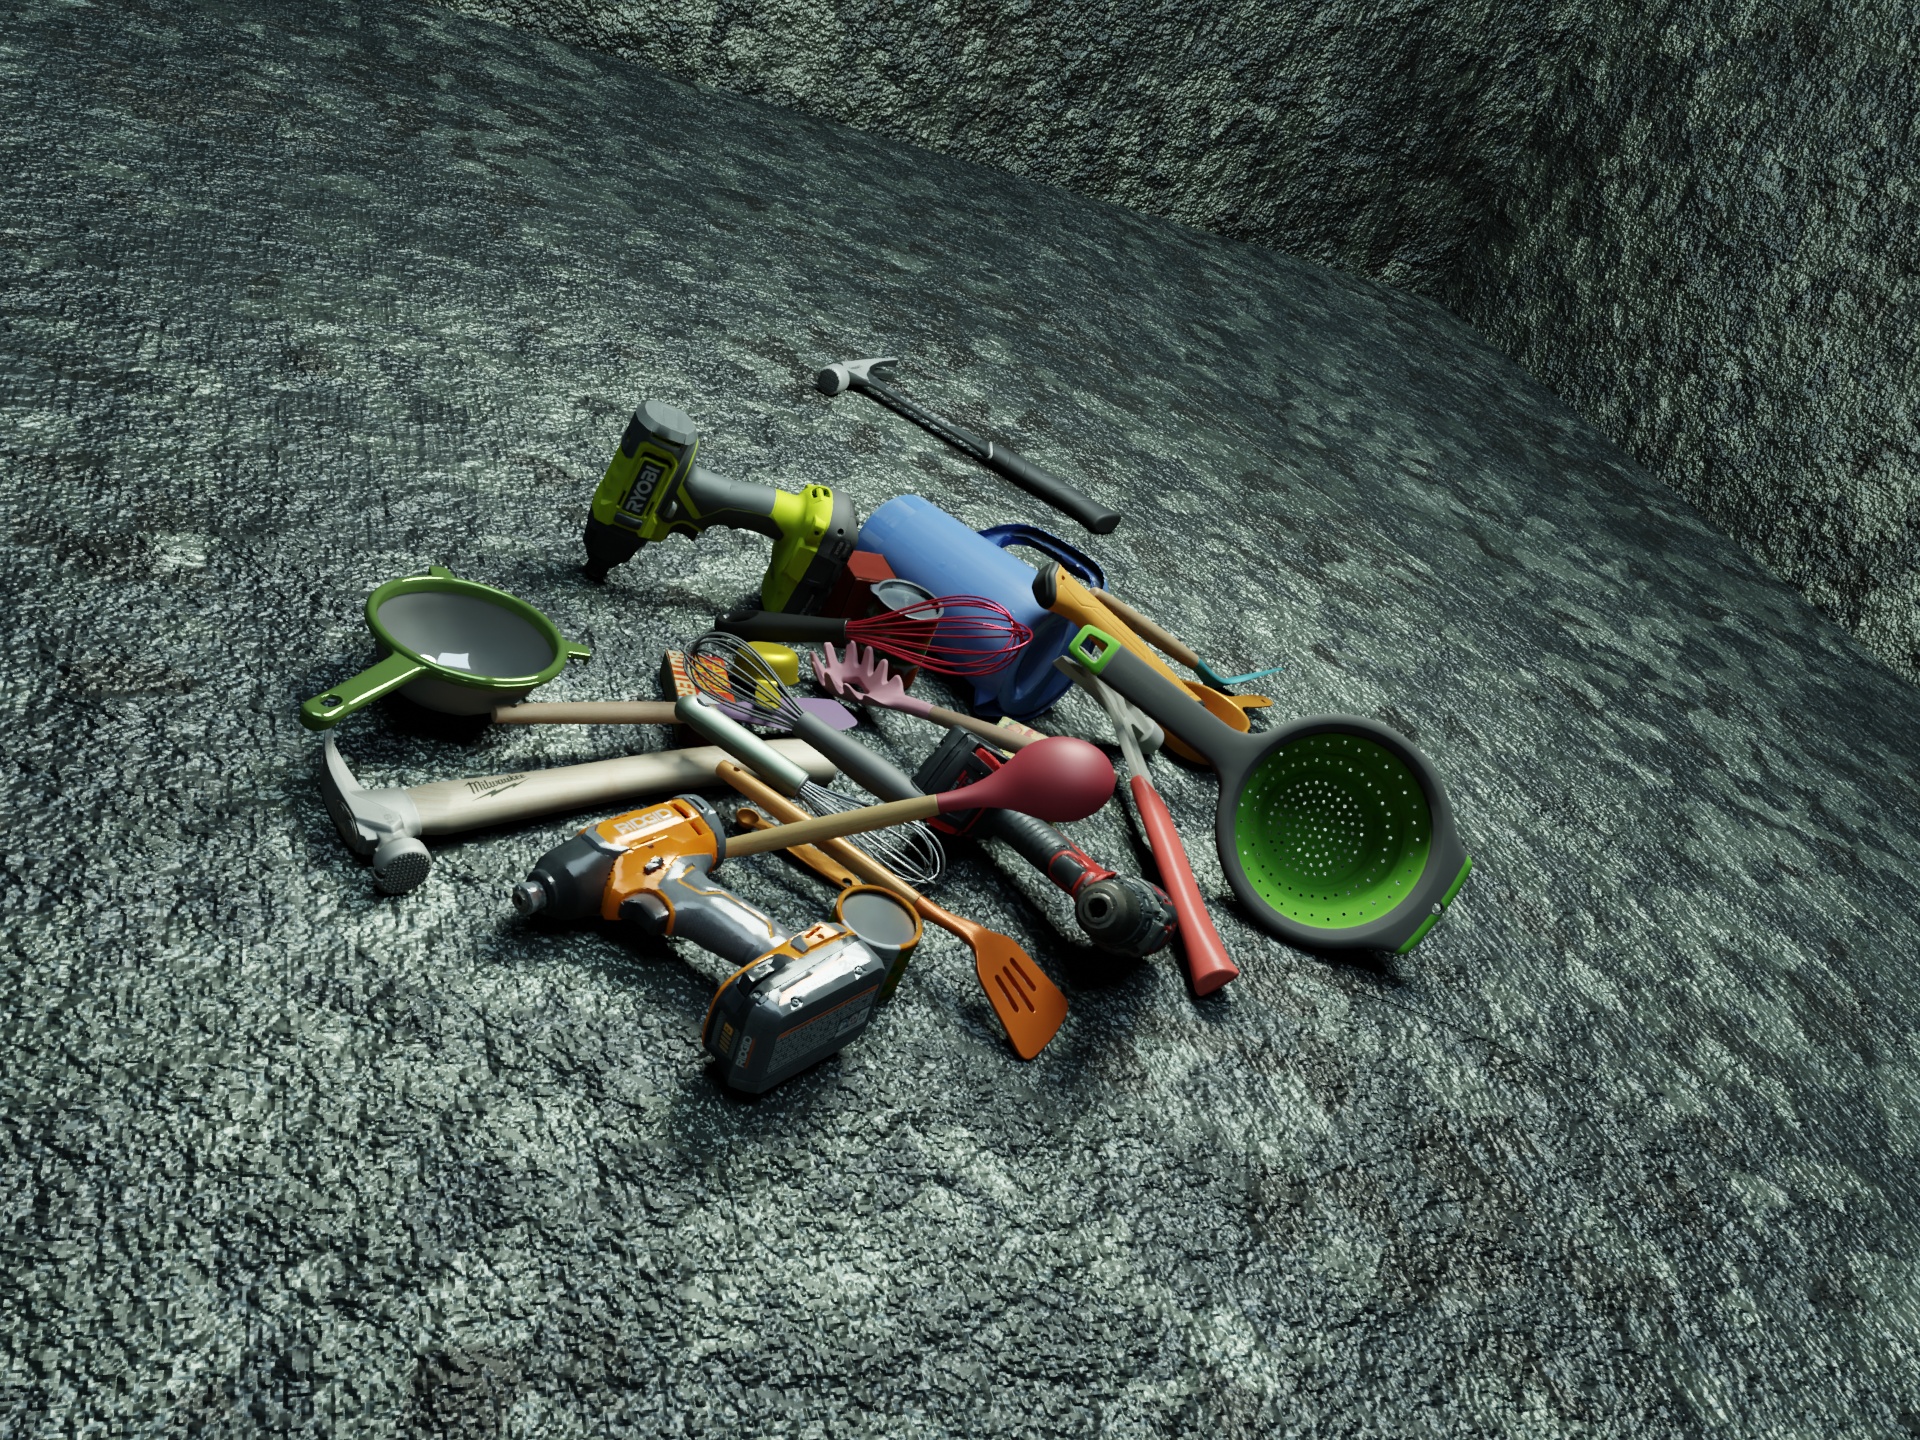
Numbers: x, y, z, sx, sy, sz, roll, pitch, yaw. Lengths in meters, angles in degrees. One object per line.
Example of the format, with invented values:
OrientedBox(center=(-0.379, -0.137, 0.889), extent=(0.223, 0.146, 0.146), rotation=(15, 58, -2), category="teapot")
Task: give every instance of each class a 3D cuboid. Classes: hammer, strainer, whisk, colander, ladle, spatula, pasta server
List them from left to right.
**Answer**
OrientedBox(center=(-0.398, -0.026, 1.167), extent=(0.151, 0.069, 0.256), rotation=(28, 27, 6), category="strainer")
OrientedBox(center=(-0.266, 0.039, 1.202), extent=(0.410, 0.038, 0.146), rotation=(-7, 42, -42), category="hammer")
OrientedBox(center=(-0.218, -0.005, 1.265), extent=(0.315, 0.018, 0.060), rotation=(0, 29, -38), category="spatula")
OrientedBox(center=(-0.123, 0.003, 1.241), extent=(0.239, 0.055, 0.055), rotation=(34, 32, 13), category="whisk")
OrientedBox(center=(-0.117, 0.056, 1.227), extent=(0.246, 0.059, 0.058), rotation=(35, 9, -1), category="whisk")
OrientedBox(center=(-0.080, -0.078, 1.405), extent=(0.296, 0.073, 0.073), rotation=(4, 27, 15), category="whisk")
OrientedBox(center=(-0.056, 0.130, 1.187), extent=(0.323, 0.041, 0.081), rotation=(34, 33, 11), category="spatula")
OrientedBox(center=(-0.042, 0.066, 1.171), extent=(0.315, 0.031, 0.069), rotation=(-12, 64, 2), category="ladle")
OrientedBox(center=(-0.002, -0.004, 1.365), extent=(0.316, 0.040, 0.060), rotation=(20, 36, 32), category="pasta server")
OrientedBox(center=(0.022, -0.346, 1.984), extent=(0.409, 0.036, 0.149), rotation=(33, 31, 13), category="hammer")
OrientedBox(center=(0.168, 0.086, 1.383), extent=(0.149, 0.036, 0.359), rotation=(41, 22, -36), category="hammer")
OrientedBox(center=(0.196, -0.033, 1.471), extent=(0.336, 0.034, 0.127), rotation=(40, 52, -18), category="hammer")
OrientedBox(center=(0.217, -0.078, 1.584), extent=(0.317, 0.082, 0.044), rotation=(28, 60, -48), category="spatula")
OrientedBox(center=(0.260, 0.048, 1.422), extent=(0.397, 0.204, 0.094), rotation=(38, -1, 3), category="colander")

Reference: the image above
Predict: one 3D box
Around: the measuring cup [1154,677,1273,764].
OrientedBox(center=(0.262, 0.002, 1.607), extent=(0.095, 0.052, 0.173), rotation=(41, 27, 28), category="measuring cup")

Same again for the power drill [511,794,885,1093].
OrientedBox(center=(-0.180, 0.143, 1.063), extent=(0.227, 0.084, 0.164), rotation=(36, 33, 27), category="power drill")

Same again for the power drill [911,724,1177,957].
OrientedBox(center=(0.063, 0.101, 1.231), extent=(0.227, 0.080, 0.187), rotation=(38, 3, 19), category="power drill")

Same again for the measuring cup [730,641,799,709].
OrientedBox(center=(-0.162, -0.039, 1.346), extent=(0.062, 0.029, 0.157), rotation=(7, 13, -11), category="measuring cup")

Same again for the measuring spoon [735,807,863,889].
OrientedBox(center=(-0.125, 0.103, 1.228), extent=(0.117, 0.011, 0.021), rotation=(32, 31, 6), category="measuring spoon")

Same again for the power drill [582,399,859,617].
OrientedBox(center=(-0.221, -0.174, 1.446), extent=(0.223, 0.171, 0.080), rotation=(19, 30, -25), category="power drill")
